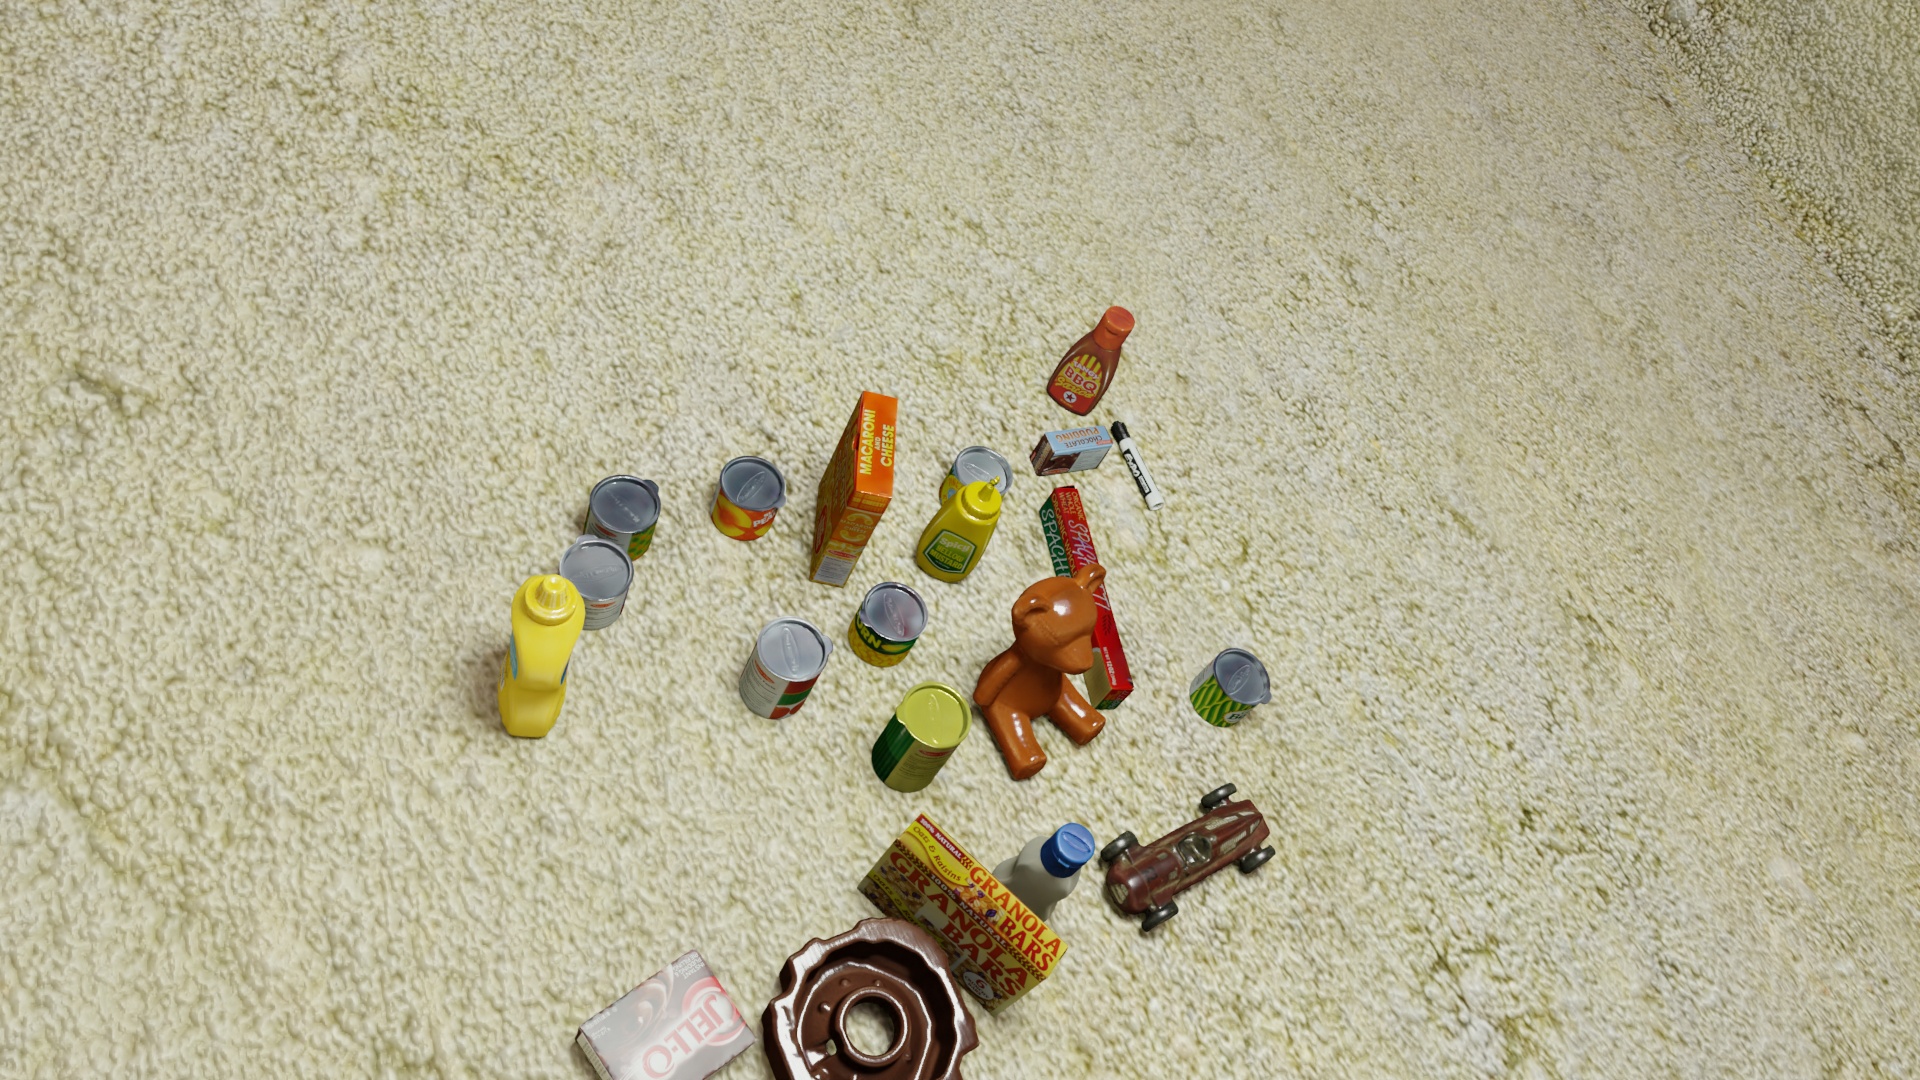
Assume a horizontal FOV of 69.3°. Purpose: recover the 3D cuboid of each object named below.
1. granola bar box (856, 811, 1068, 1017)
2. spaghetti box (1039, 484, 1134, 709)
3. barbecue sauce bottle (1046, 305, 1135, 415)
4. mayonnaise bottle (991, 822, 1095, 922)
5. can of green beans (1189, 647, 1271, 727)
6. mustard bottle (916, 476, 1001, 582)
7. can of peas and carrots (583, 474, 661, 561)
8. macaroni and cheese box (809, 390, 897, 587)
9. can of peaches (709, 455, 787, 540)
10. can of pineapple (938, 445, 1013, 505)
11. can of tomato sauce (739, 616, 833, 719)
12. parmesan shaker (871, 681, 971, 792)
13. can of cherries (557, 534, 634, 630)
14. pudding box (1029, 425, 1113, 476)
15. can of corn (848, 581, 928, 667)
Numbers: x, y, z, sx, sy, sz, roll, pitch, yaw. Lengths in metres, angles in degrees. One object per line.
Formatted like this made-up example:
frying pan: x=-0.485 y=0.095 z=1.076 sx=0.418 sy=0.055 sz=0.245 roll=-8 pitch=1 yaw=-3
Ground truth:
granola bar box: x=0.000 y=0.320 z=1.186 sx=0.165 sy=0.123 sz=0.039 roll=42 pitch=52 yaw=8
spaghetti box: x=0.131 y=0.057 z=1.470 sx=0.029 sy=0.050 sz=0.251 roll=1 pitch=57 yaw=-23
barbecue sauce bottle: x=0.154 y=-0.209 z=1.600 sx=0.065 sy=0.147 sz=0.044 roll=34 pitch=51 yaw=2
mayonnaise bottle: x=0.074 y=0.292 z=1.222 sx=0.065 sy=0.147 sz=0.041 roll=33 pitch=51 yaw=1
can of green beans: x=0.283 y=0.155 z=1.461 sx=0.071 sy=0.057 sz=0.071 roll=11 pitch=54 yaw=-16
mustard bottle: x=0.005 y=-0.018 z=1.398 sx=0.065 sy=0.159 sz=0.049 roll=26 pitch=52 yaw=-5
can of peas and carrots: x=-0.322 y=-0.021 z=1.327 sx=0.071 sy=0.058 sz=0.071 roll=11 pitch=54 yaw=-16
macaroni and cheese box: x=-0.107 y=-0.048 z=1.368 sx=0.040 sy=0.165 sz=0.124 roll=12 pitch=54 yaw=-15
can of peaches: x=-0.211 y=-0.040 z=1.387 sx=0.071 sy=0.057 sz=0.071 roll=11 pitch=54 yaw=-16
can of pineapple: x=0.015 y=-0.058 z=1.495 sx=0.071 sy=0.057 sz=0.071 roll=11 pitch=54 yaw=-16
can of tomato sauce: x=-0.162 y=0.118 z=1.283 sx=0.071 sy=0.082 sz=0.071 roll=11 pitch=54 yaw=-16
parmesan shaker: x=-0.040 y=0.182 z=1.278 sx=0.071 sy=0.102 sz=0.071 roll=11 pitch=54 yaw=-16
can of cherries: x=-0.339 y=0.039 z=1.279 sx=0.071 sy=0.058 sz=0.072 roll=11 pitch=54 yaw=-16
pudding box: x=0.126 y=-0.102 z=1.577 sx=0.084 sy=0.049 sz=0.030 roll=-9 pitch=62 yaw=-28
can of corn: x=-0.074 y=0.083 z=1.360 sx=0.071 sy=0.058 sz=0.071 roll=11 pitch=54 yaw=-16
